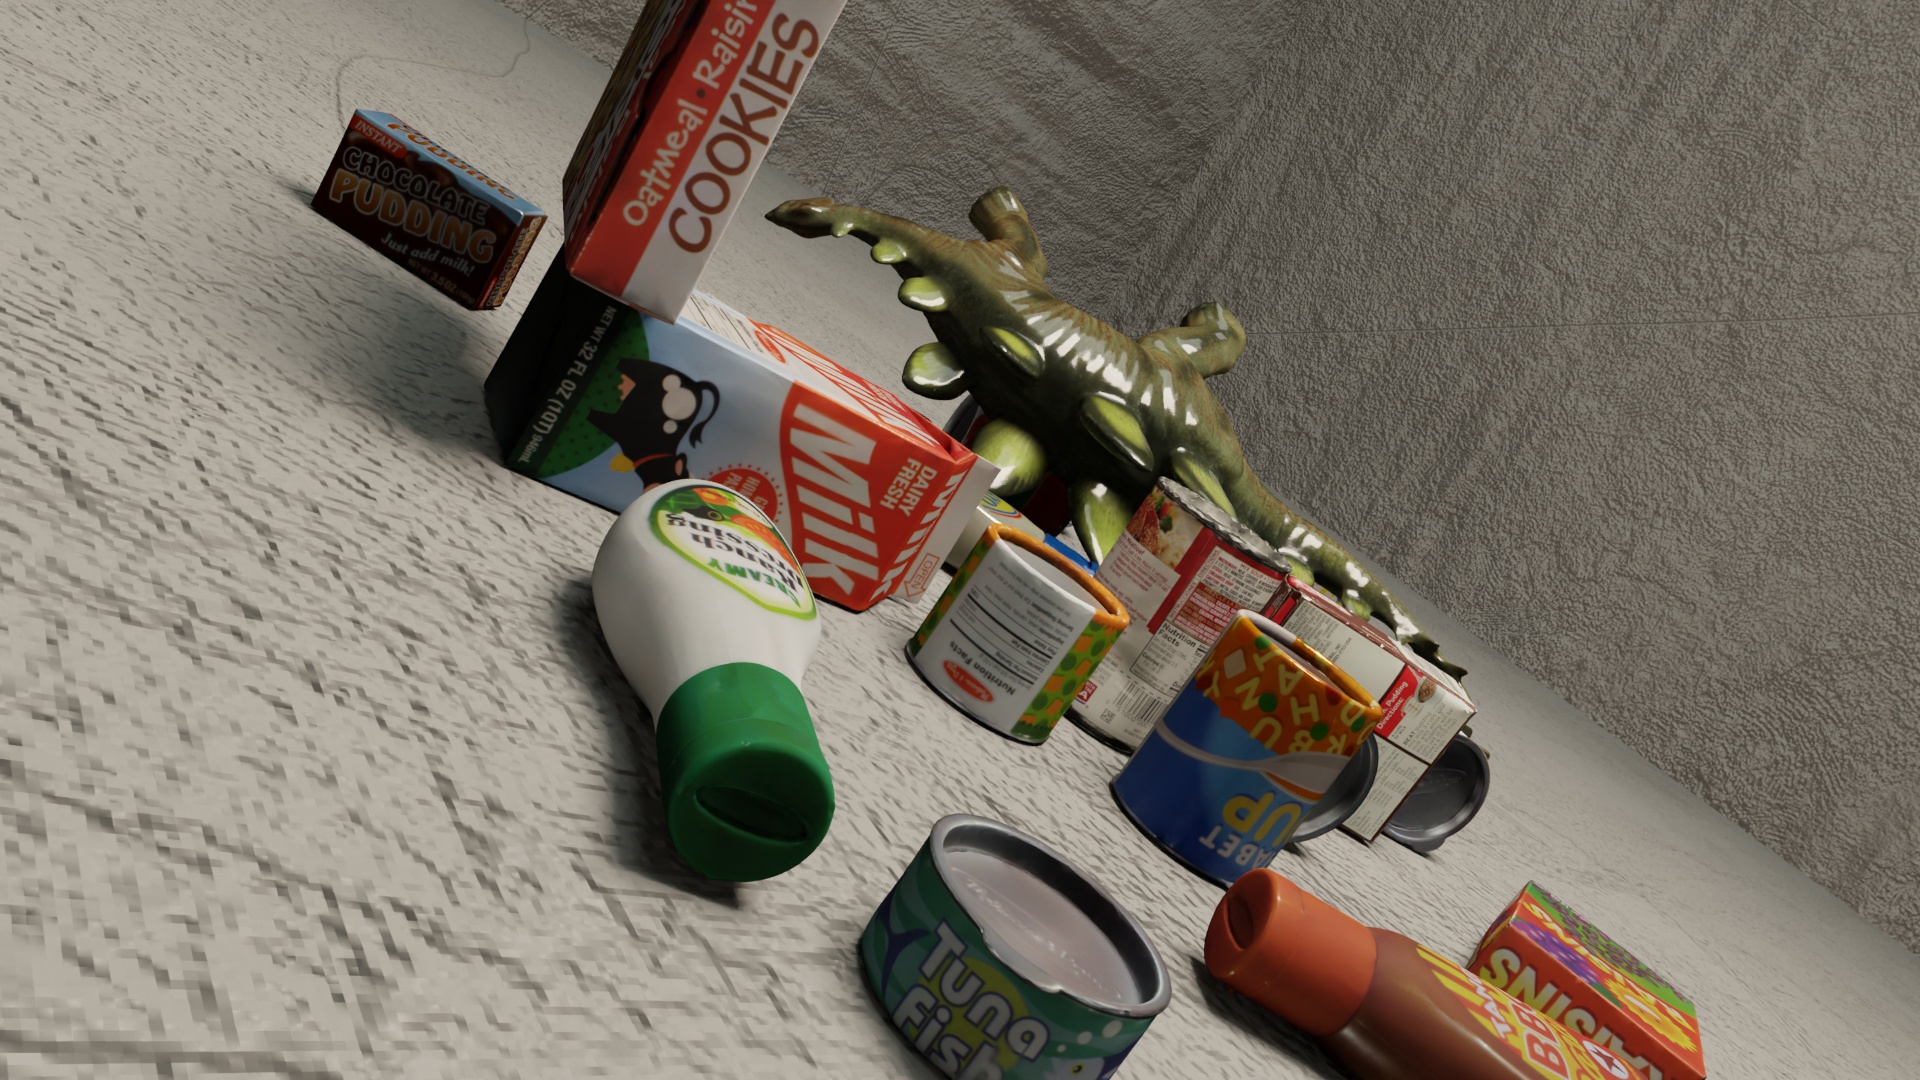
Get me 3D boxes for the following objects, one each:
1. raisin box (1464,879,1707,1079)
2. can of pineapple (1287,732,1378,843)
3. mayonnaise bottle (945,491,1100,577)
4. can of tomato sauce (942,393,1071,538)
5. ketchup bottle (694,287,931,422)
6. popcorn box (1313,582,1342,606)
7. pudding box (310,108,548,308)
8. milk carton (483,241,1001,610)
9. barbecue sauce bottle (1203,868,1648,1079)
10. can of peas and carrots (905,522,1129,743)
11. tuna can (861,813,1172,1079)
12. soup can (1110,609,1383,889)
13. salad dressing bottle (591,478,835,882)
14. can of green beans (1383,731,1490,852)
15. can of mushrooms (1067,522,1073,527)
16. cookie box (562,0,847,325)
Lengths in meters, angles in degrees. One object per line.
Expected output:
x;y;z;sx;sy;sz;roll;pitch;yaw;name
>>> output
0.257;0.191;0.577;0.086;0.040;0.123;39;12;23;raisin box
0.138;0.086;0.604;0.071;0.071;0.058;28;12;-25;can of pineapple
0.002;-0.009;0.692;0.148;0.041;0.065;32;12;-4;mayonnaise bottle
0.031;-0.047;0.852;0.083;0.071;0.071;30;12;-16;can of tomato sauce
-0.087;-0.082;0.745;0.149;0.043;0.065;31;15;-11;ketchup bottle
0.197;0.036;0.921;0.126;0.085;0.038;26;13;-32;popcorn box
-0.228;-0.143;0.600;0.084;0.049;0.030;33;13;-3;pudding box
-0.073;-0.035;0.528;0.190;0.072;0.074;24;15;-33;milk carton
0.145;0.151;0.425;0.148;0.043;0.065;31;13;-9;barbecue sauce bottle
0.023;0.034;0.534;0.071;0.058;0.071;32;12;-8;can of peas and carrots
0.012;0.097;0.318;0.071;0.032;0.071;32;12;-7;tuna can
0.109;0.079;0.521;0.071;0.083;0.071;33;12;-8;soup can
-0.063;0.030;0.361;0.064;0.044;0.148;29;13;-25;salad dressing bottle
0.239;0.119;0.745;0.071;0.071;0.058;30;11;-17;can of green beans
0.065;-0.044;0.944;0.071;0.071;0.033;24;15;-38;can of mushrooms
-0.095;-0.156;0.478;0.040;0.122;0.168;25;15;-25;cookie box
